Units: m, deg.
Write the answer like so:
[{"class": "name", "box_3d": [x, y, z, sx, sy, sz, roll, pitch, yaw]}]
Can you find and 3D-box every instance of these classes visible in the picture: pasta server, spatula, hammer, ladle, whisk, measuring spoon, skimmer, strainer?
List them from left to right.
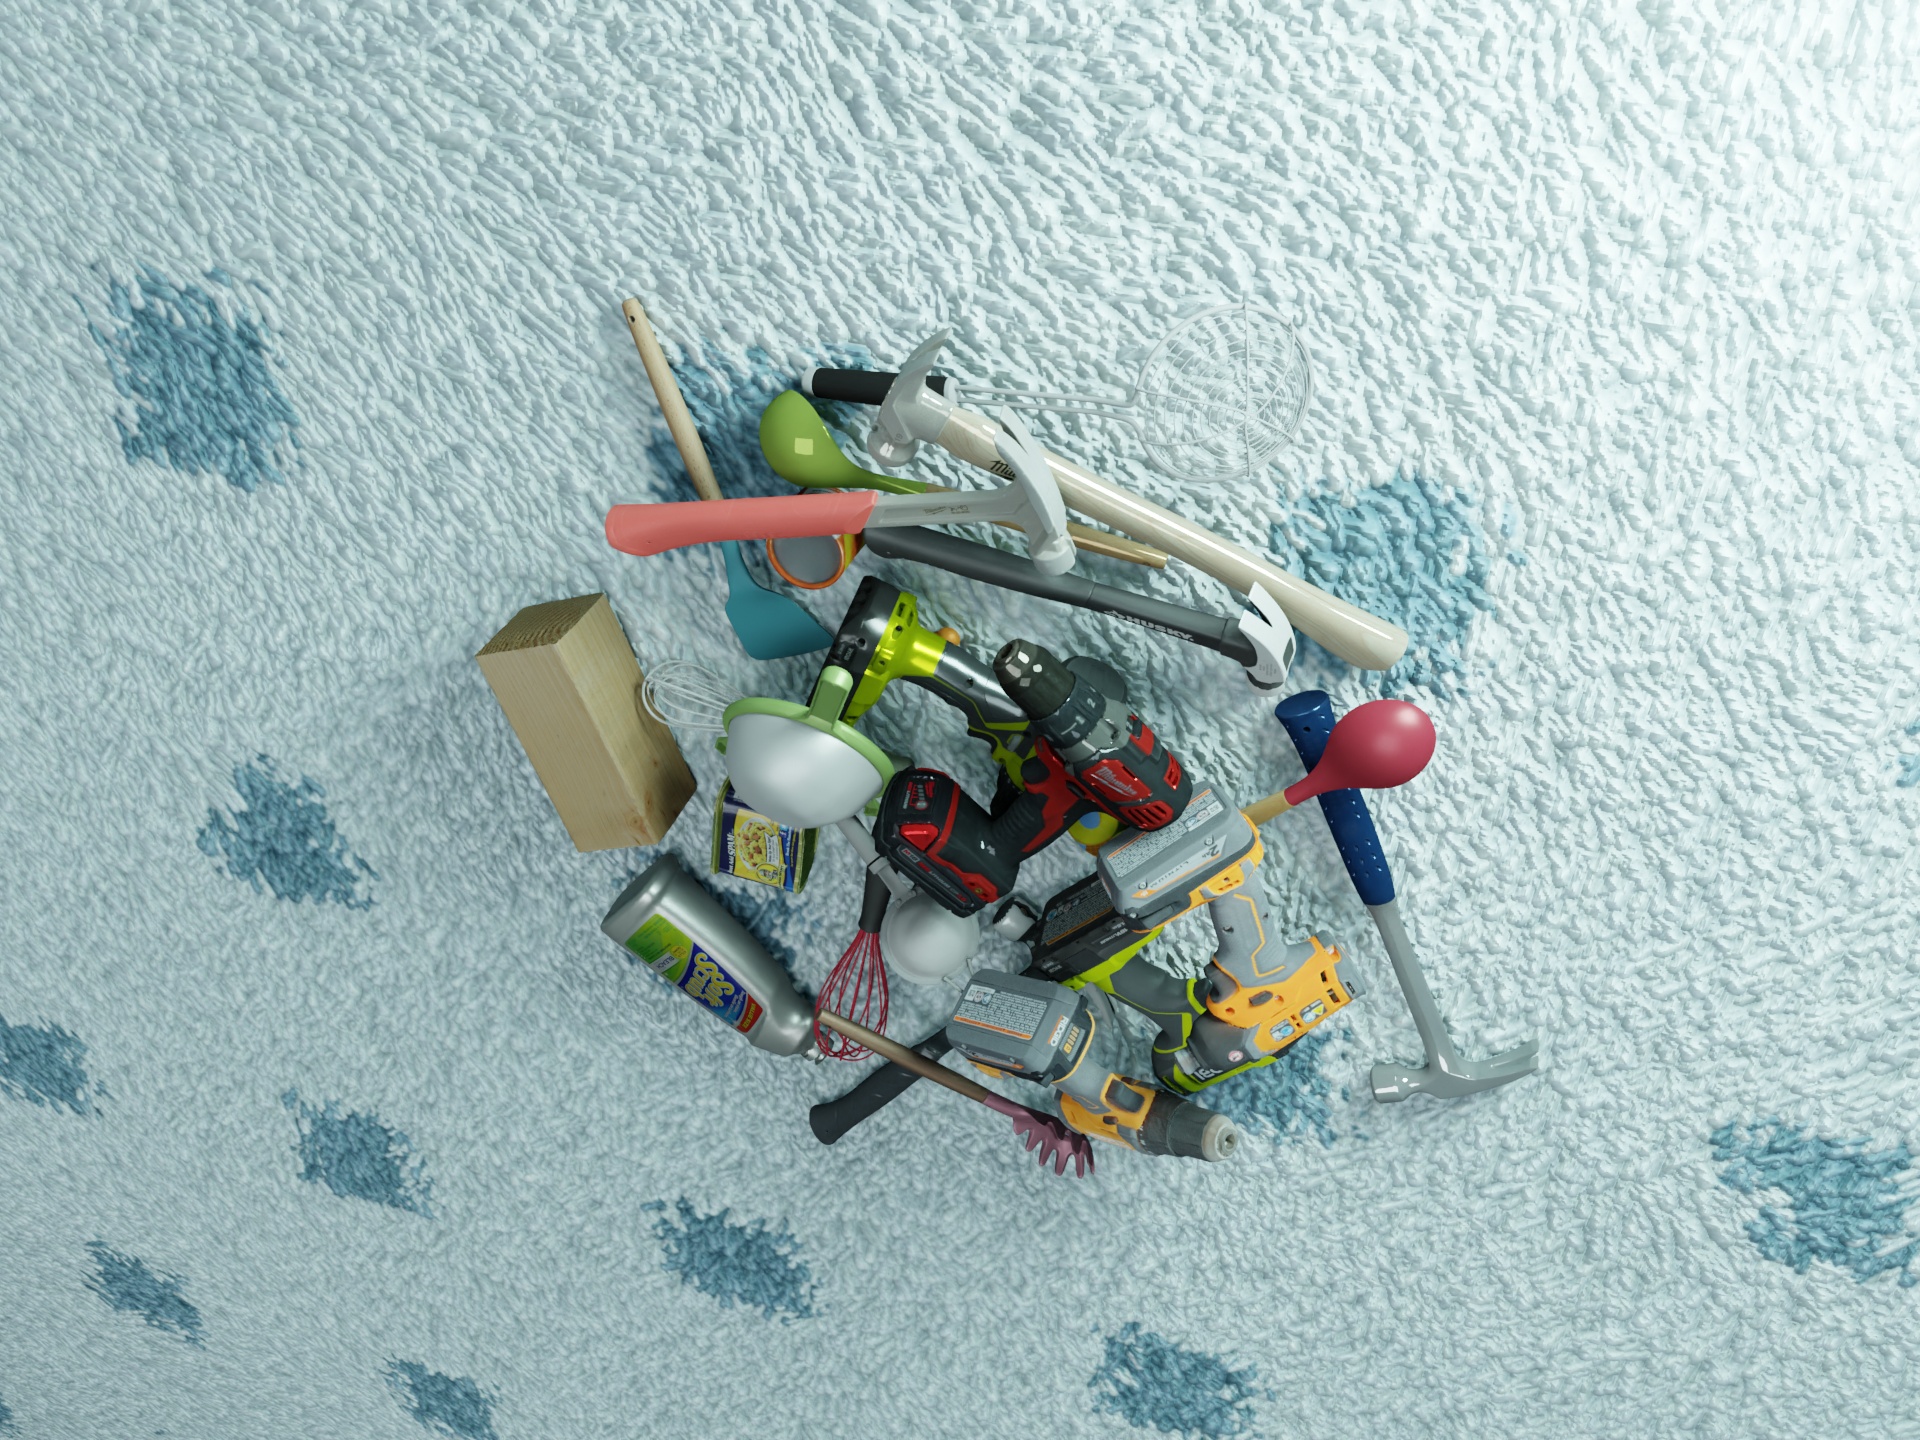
[{"class": "spatula", "box_3d": [-0.195, -0.183, 1.261, 0.082, 0.044, 0.317, -10, 114, 25]}, {"class": "whisk", "box_3d": [-0.155, 0.005, 1.360, 0.246, 0.059, 0.057, 18, 163, 2]}, {"class": "strainer", "box_3d": [-0.122, 0.030, 1.240, 0.151, 0.069, 0.256, 23, 157, -4]}, {"class": "hammer", "box_3d": [-0.103, -0.153, 1.140, 0.359, 0.037, 0.149, 0, 149, 24]}, {"class": "whisk", "box_3d": [-0.086, 0.203, 1.460, 0.073, 0.073, 0.295, 17, 120, 8]}, {"class": "strainer", "box_3d": [-0.066, 0.130, 1.368, 0.258, 0.087, 0.050, 52, 169, 7]}, {"class": "measuring spoon", "box_3d": [-0.055, -0.059, 1.298, 0.117, 0.011, 0.021, -7, 120, 23]}, {"class": "hammer", "box_3d": [-0.019, 0.314, 1.522, 0.149, 0.036, 0.409, 40, 127, -10]}, {"class": "pasta server", "box_3d": [-0.002, 0.348, 1.491, 0.316, 0.040, 0.060, 31, 143, -18]}, {"class": "ladle", "box_3d": [0.003, -0.173, 1.188, 0.320, 0.062, 0.078, 16, 158, 0]}, {"class": "skimmer", "box_3d": [0.061, -0.239, 1.128, 0.363, 0.090, 0.127, 10, 129, 25]}, {"class": "hammer", "box_3d": [0.083, -0.098, 1.178, 0.335, 0.035, 0.146, 18, 167, 15]}, {"class": "hammer", "box_3d": [0.136, -0.141, 1.114, 0.410, 0.038, 0.146, 25, 158, -8]}, {"class": "ladle", "box_3d": [0.238, 0.067, 1.236, 0.069, 0.031, 0.315, 47, 138, -6]}, {"class": "hammer", "box_3d": [0.347, 0.151, 1.282, 0.144, 0.035, 0.405, -14, 117, 27]}]

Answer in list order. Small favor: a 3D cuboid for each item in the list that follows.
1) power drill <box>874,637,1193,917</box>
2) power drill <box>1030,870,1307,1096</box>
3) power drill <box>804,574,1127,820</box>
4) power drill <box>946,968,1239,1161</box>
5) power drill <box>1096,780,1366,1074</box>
[{"class": "power drill", "box_3d": [0.037, 0.043, 1.201, 0.226, 0.080, 0.187, -30, 120, 33]}, {"class": "power drill", "box_3d": [0.185, 0.220, 1.354, 0.223, 0.080, 0.171, 40, 128, -20]}, {"class": "power drill", "box_3d": [-0.002, -0.004, 1.271, 0.228, 0.080, 0.190, 24, 136, -5]}, {"class": "power drill", "box_3d": [0.117, 0.306, 1.357, 0.185, 0.084, 0.226, 3, 147, 48]}, {"class": "power drill", "box_3d": [0.199, 0.176, 1.242, 0.164, 0.084, 0.226, -34, 115, 5]}]
